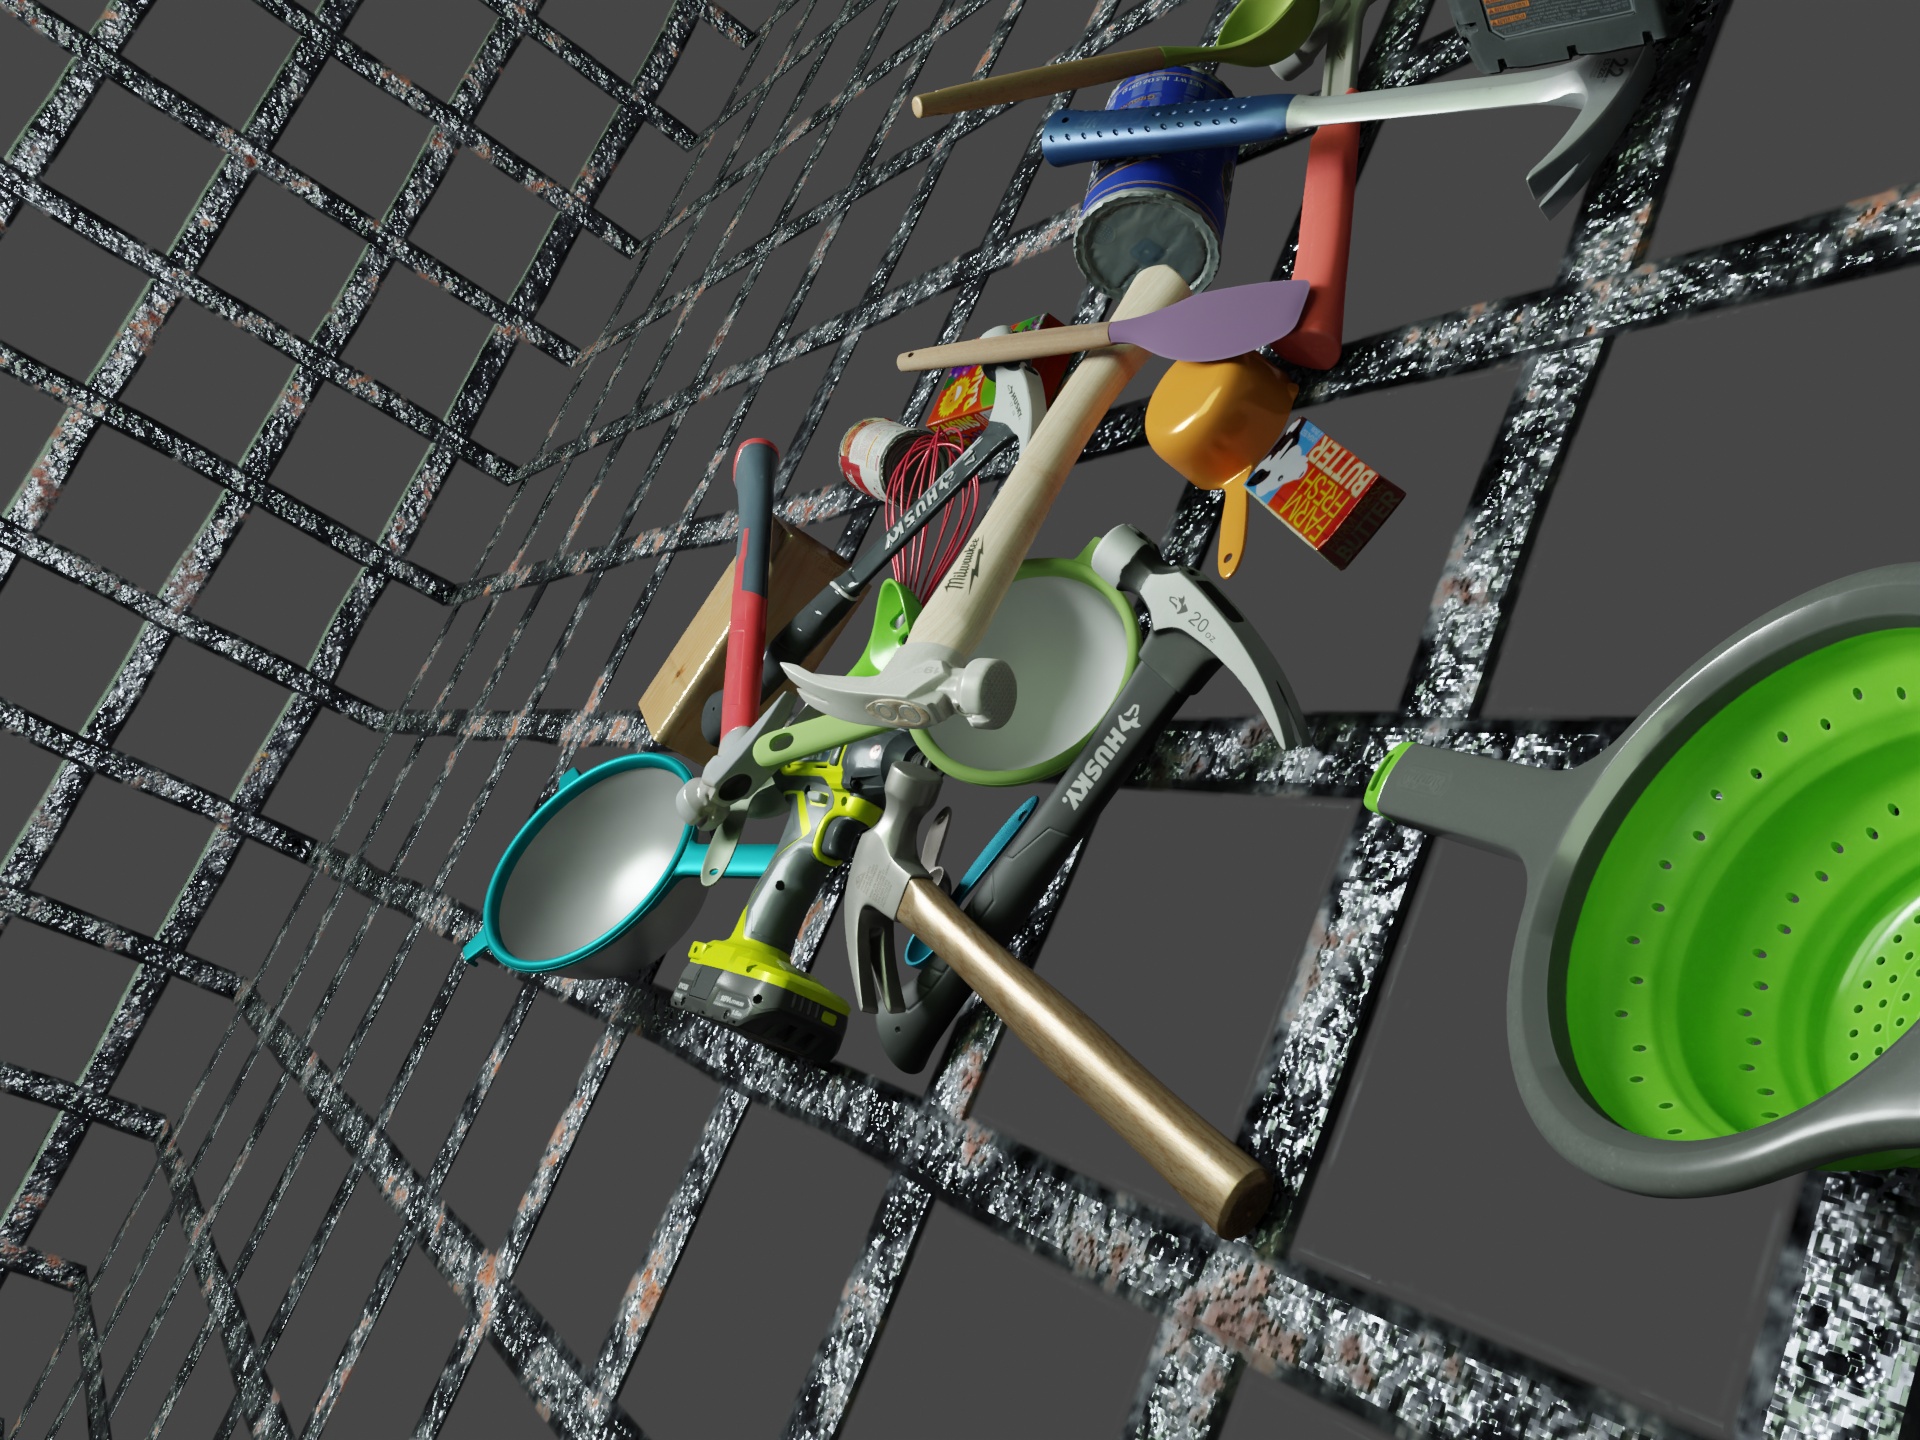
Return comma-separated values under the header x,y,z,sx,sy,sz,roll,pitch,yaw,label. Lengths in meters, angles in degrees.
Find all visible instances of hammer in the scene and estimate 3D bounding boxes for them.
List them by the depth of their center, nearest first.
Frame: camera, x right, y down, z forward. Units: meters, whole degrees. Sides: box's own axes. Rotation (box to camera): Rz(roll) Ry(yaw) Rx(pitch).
x,y,z,sx,sy,sz,roll,pitch,yaw,label
0.033,0.144,0.792,0.332,0.031,0.130,36,111,50,hammer
0.051,0.070,0.863,0.146,0.035,0.334,44,116,24,hammer
0.208,-0.363,0.960,0.406,0.035,0.144,13,74,44,hammer
0.042,-0.154,0.991,0.146,0.038,0.411,5,49,34,hammer
0.247,-0.368,1.021,0.149,0.036,0.359,-27,41,46,hammer
-0.073,-0.103,1.177,0.409,0.036,0.149,-42,46,33,hammer
-0.154,-0.101,1.222,0.143,0.038,0.387,-43,34,34,hammer

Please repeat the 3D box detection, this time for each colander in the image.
x,y,z,sx,sy,sz,roll,pitch,yaw,label
0.254,0.057,0.549,0.204,0.094,0.397,-60,9,-1,colander

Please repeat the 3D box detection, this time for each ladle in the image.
x,y,z,sx,sy,sz,roll,pitch,yaw,label
0.106,-0.442,1.040,0.320,0.062,0.078,-21,18,-24,ladle

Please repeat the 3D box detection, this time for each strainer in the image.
x,y,z,sx,sy,sz,roll,pitch,yaw,label
-0.002,-0.003,0.971,0.256,0.069,0.152,-17,57,19,strainer
-0.225,0.132,1.266,0.340,0.095,0.211,-3,50,34,strainer

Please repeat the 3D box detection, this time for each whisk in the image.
x,y,z,sx,sy,sz,roll,pitch,yaw,label
-0.035,-0.093,1.196,0.073,0.073,0.296,-20,53,51,whisk

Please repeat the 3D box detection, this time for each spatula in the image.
x,y,z,sx,sy,sz,roll,pitch,yaw,label
0.078,-0.245,1.025,0.316,0.018,0.060,4,61,41,spatula

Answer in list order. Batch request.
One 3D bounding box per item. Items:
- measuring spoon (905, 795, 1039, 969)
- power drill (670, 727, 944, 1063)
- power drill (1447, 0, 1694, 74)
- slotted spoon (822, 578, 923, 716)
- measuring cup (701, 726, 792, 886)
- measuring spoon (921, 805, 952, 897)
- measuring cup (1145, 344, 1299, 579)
x,y,z,sx,sy,sz,roll,pitch,yaw,label
0.014,0.101,0.966,0.128,0.021,0.042,-52,19,-6,measuring spoon
-0.096,0.105,1.060,0.171,0.080,0.223,-1,63,54,power drill
0.331,-0.442,0.839,0.188,0.080,0.227,8,54,44,power drill
-0.092,-0.017,1.182,0.313,0.031,0.070,-41,60,55,slotted spoon
-0.155,0.071,1.172,0.083,0.038,0.168,-4,39,18,measuring cup
-0.012,0.088,0.999,0.034,0.018,0.124,-42,14,21,measuring spoon
0.149,-0.160,0.953,0.095,0.052,0.174,-32,35,41,measuring cup
